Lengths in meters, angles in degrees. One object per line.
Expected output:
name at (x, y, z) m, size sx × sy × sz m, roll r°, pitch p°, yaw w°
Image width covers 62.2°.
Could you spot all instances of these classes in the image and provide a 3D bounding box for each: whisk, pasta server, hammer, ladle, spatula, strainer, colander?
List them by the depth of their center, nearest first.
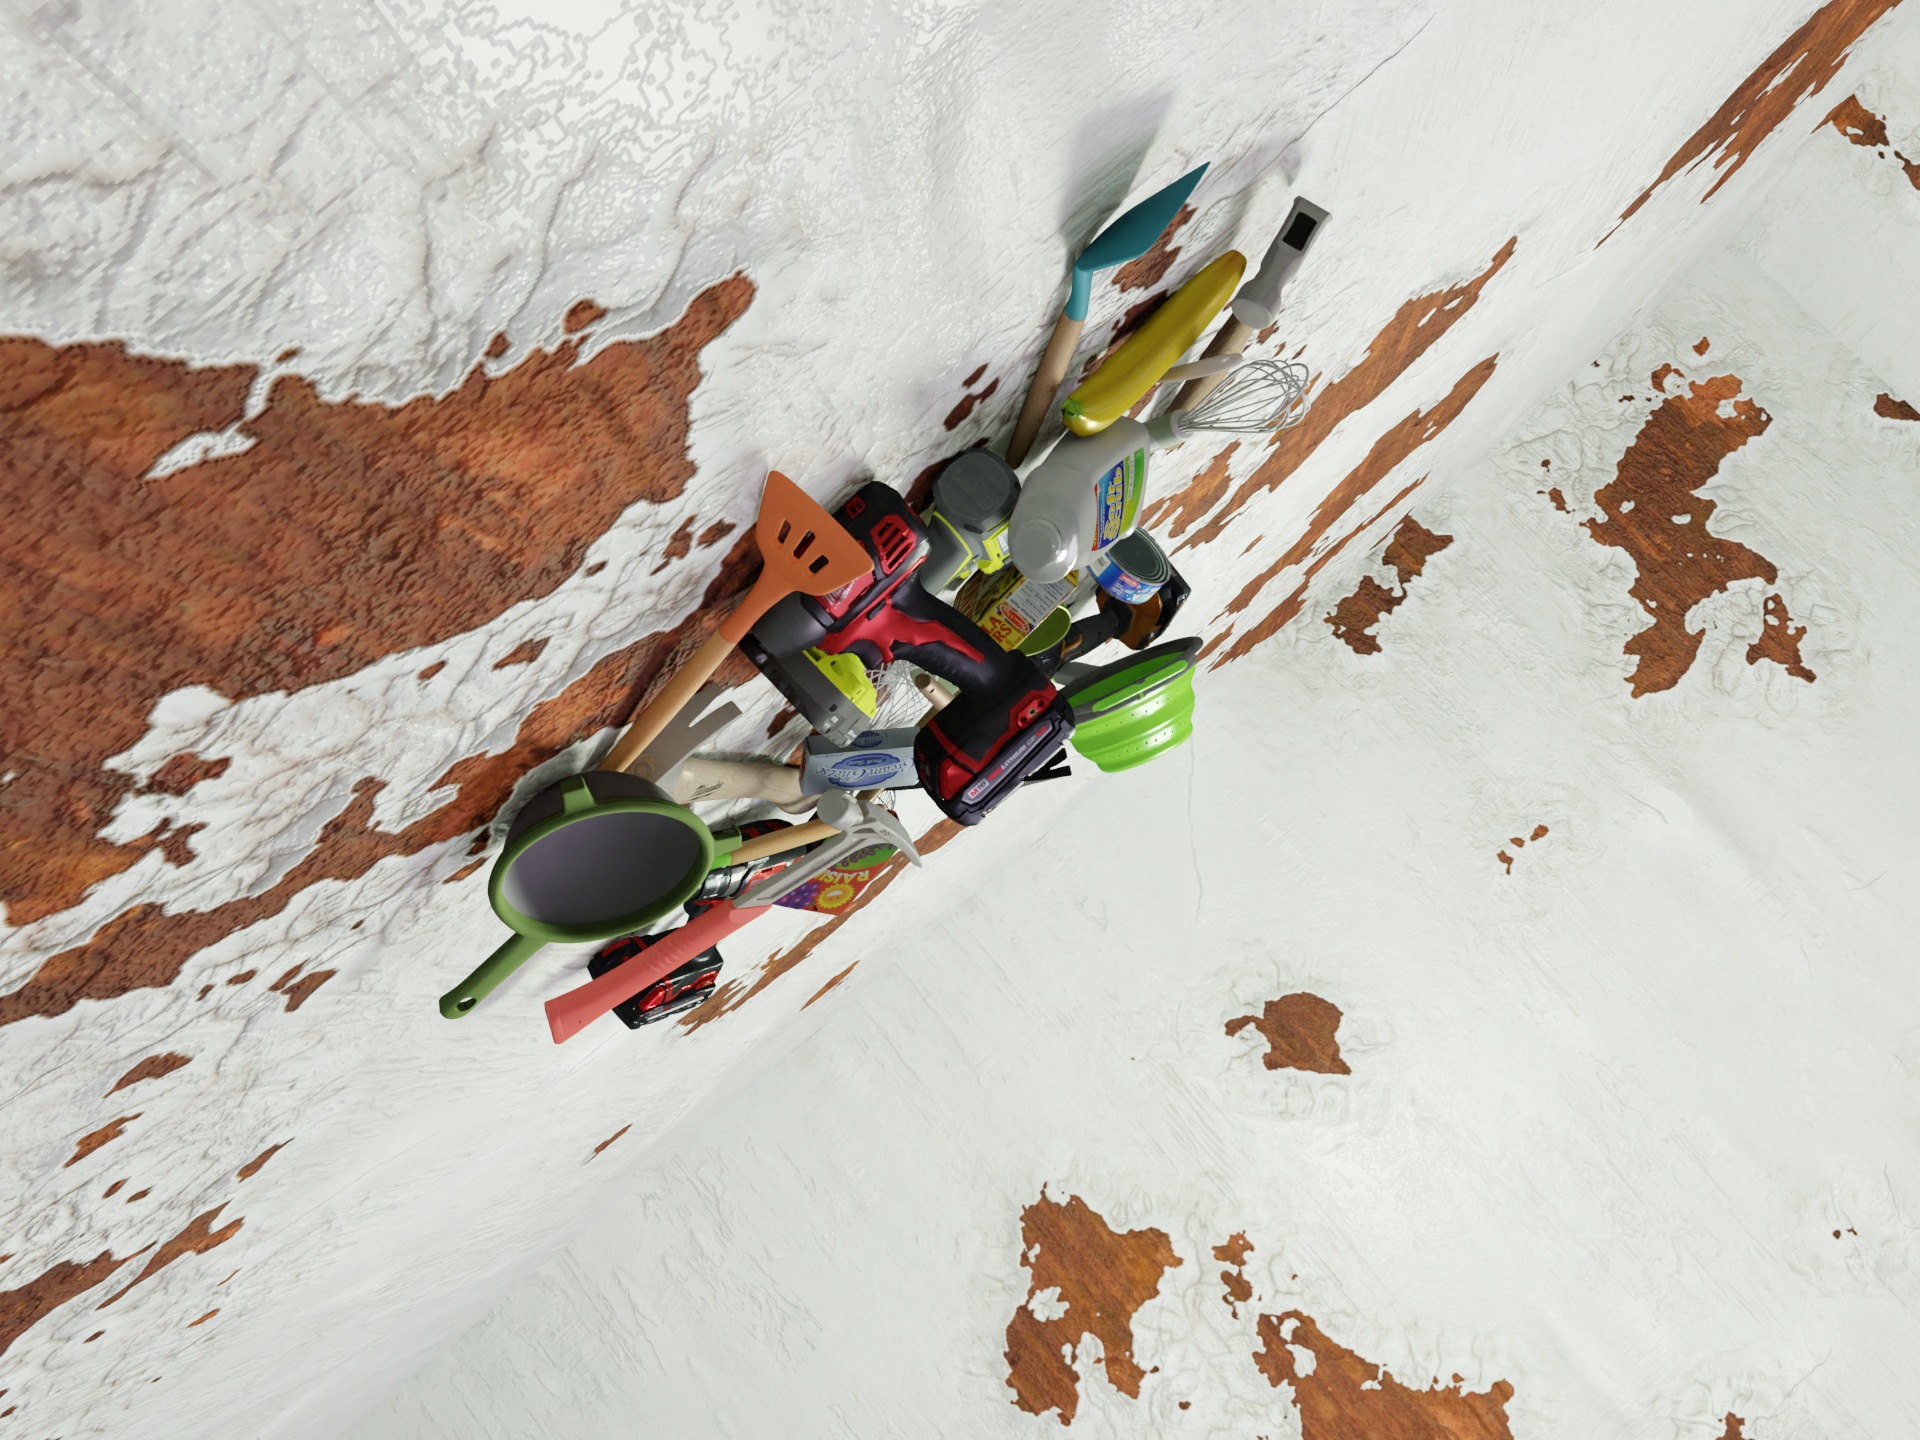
spatula at (-0.164, -0.037, 1.009) m, size 0.322 × 0.081 × 0.041 m, roll -43°, pitch -174°, yaw 36°
spatula at (0.076, -0.242, 1.028) m, size 0.082 × 0.044 × 0.317 m, roll -57°, pitch 178°, yaw -24°
strainer at (-0.284, 0.113, 1.098) m, size 0.256 × 0.069 × 0.151 m, roll -41°, pitch 141°, yaw 23°
whisk at (0.174, -0.225, 1.204) m, size 0.246 × 0.057 × 0.059 m, roll -8°, pitch -132°, yaw 58°
hammer at (0.206, -0.290, 1.225) m, size 0.130 × 0.031 × 0.331 m, roll -58°, pitch 180°, yaw -16°
hammer at (-0.175, 0.044, 1.314) m, size 0.146 × 0.038 × 0.410 m, roll -44°, pitch 169°, yaw 7°
pasta server at (-0.002, -0.004, 1.348) m, size 0.060 × 0.040 × 0.316 m, roll -50°, pitch 164°, yaw -1°
hammer at (-0.209, 0.180, 1.384) m, size 0.359 × 0.037 × 0.149 m, roll -33°, pitch 148°, yaw 10°
whisk at (-0.078, 0.004, 1.435) m, size 0.070 × 0.070 × 0.284 m, roll -36°, pitch 173°, yaw -23°
ladle at (0.000, -0.013, 1.452) m, size 0.320 × 0.062 × 0.078 m, roll -50°, pitch 164°, yaw -35°
hammer at (-0.023, 0.057, 1.558) m, size 0.149 × 0.036 × 0.408 m, roll -19°, pitch 169°, yaw 23°
colander at (0.170, -0.013, 1.783) m, size 0.204 × 0.094 × 0.397 m, roll -26°, pitch -172°, yaw -6°

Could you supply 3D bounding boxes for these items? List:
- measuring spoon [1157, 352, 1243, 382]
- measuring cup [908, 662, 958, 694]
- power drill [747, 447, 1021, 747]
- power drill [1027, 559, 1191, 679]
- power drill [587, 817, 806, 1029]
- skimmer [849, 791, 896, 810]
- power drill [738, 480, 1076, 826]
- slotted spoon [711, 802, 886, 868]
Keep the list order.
measuring spoon at (0.158, -0.259, 1.157) m, size 0.034 × 0.018 × 0.124 m, roll -50°, pitch -152°, yaw -22°
measuring cup at (0.010, -0.094, 1.417) m, size 0.168 × 0.038 × 0.083 m, roll -55°, pitch 161°, yaw -21°
power drill at (-0.038, -0.087, 1.165) m, size 0.223 × 0.080 × 0.171 m, roll -44°, pitch 168°, yaw -1°
power drill at (0.134, -0.102, 1.675) m, size 0.226 × 0.084 × 0.185 m, roll -31°, pitch 165°, yaw -23°
power drill at (-0.260, 0.186, 1.475) m, size 0.188 × 0.080 × 0.226 m, roll -12°, pitch 146°, yaw -54°
skimmer at (-0.216, 0.157, 1.622) m, size 0.363 × 0.090 × 0.127 m, roll -31°, pitch 180°, yaw 5°
power drill at (-0.037, -0.038, 1.060) m, size 0.143 × 0.219 × 0.079 m, roll -42°, pitch -152°, yaw 1°
slotted spoon at (-0.183, 0.112, 1.390) m, size 0.313 × 0.031 × 0.070 m, roll -14°, pitch 137°, yaw -43°
